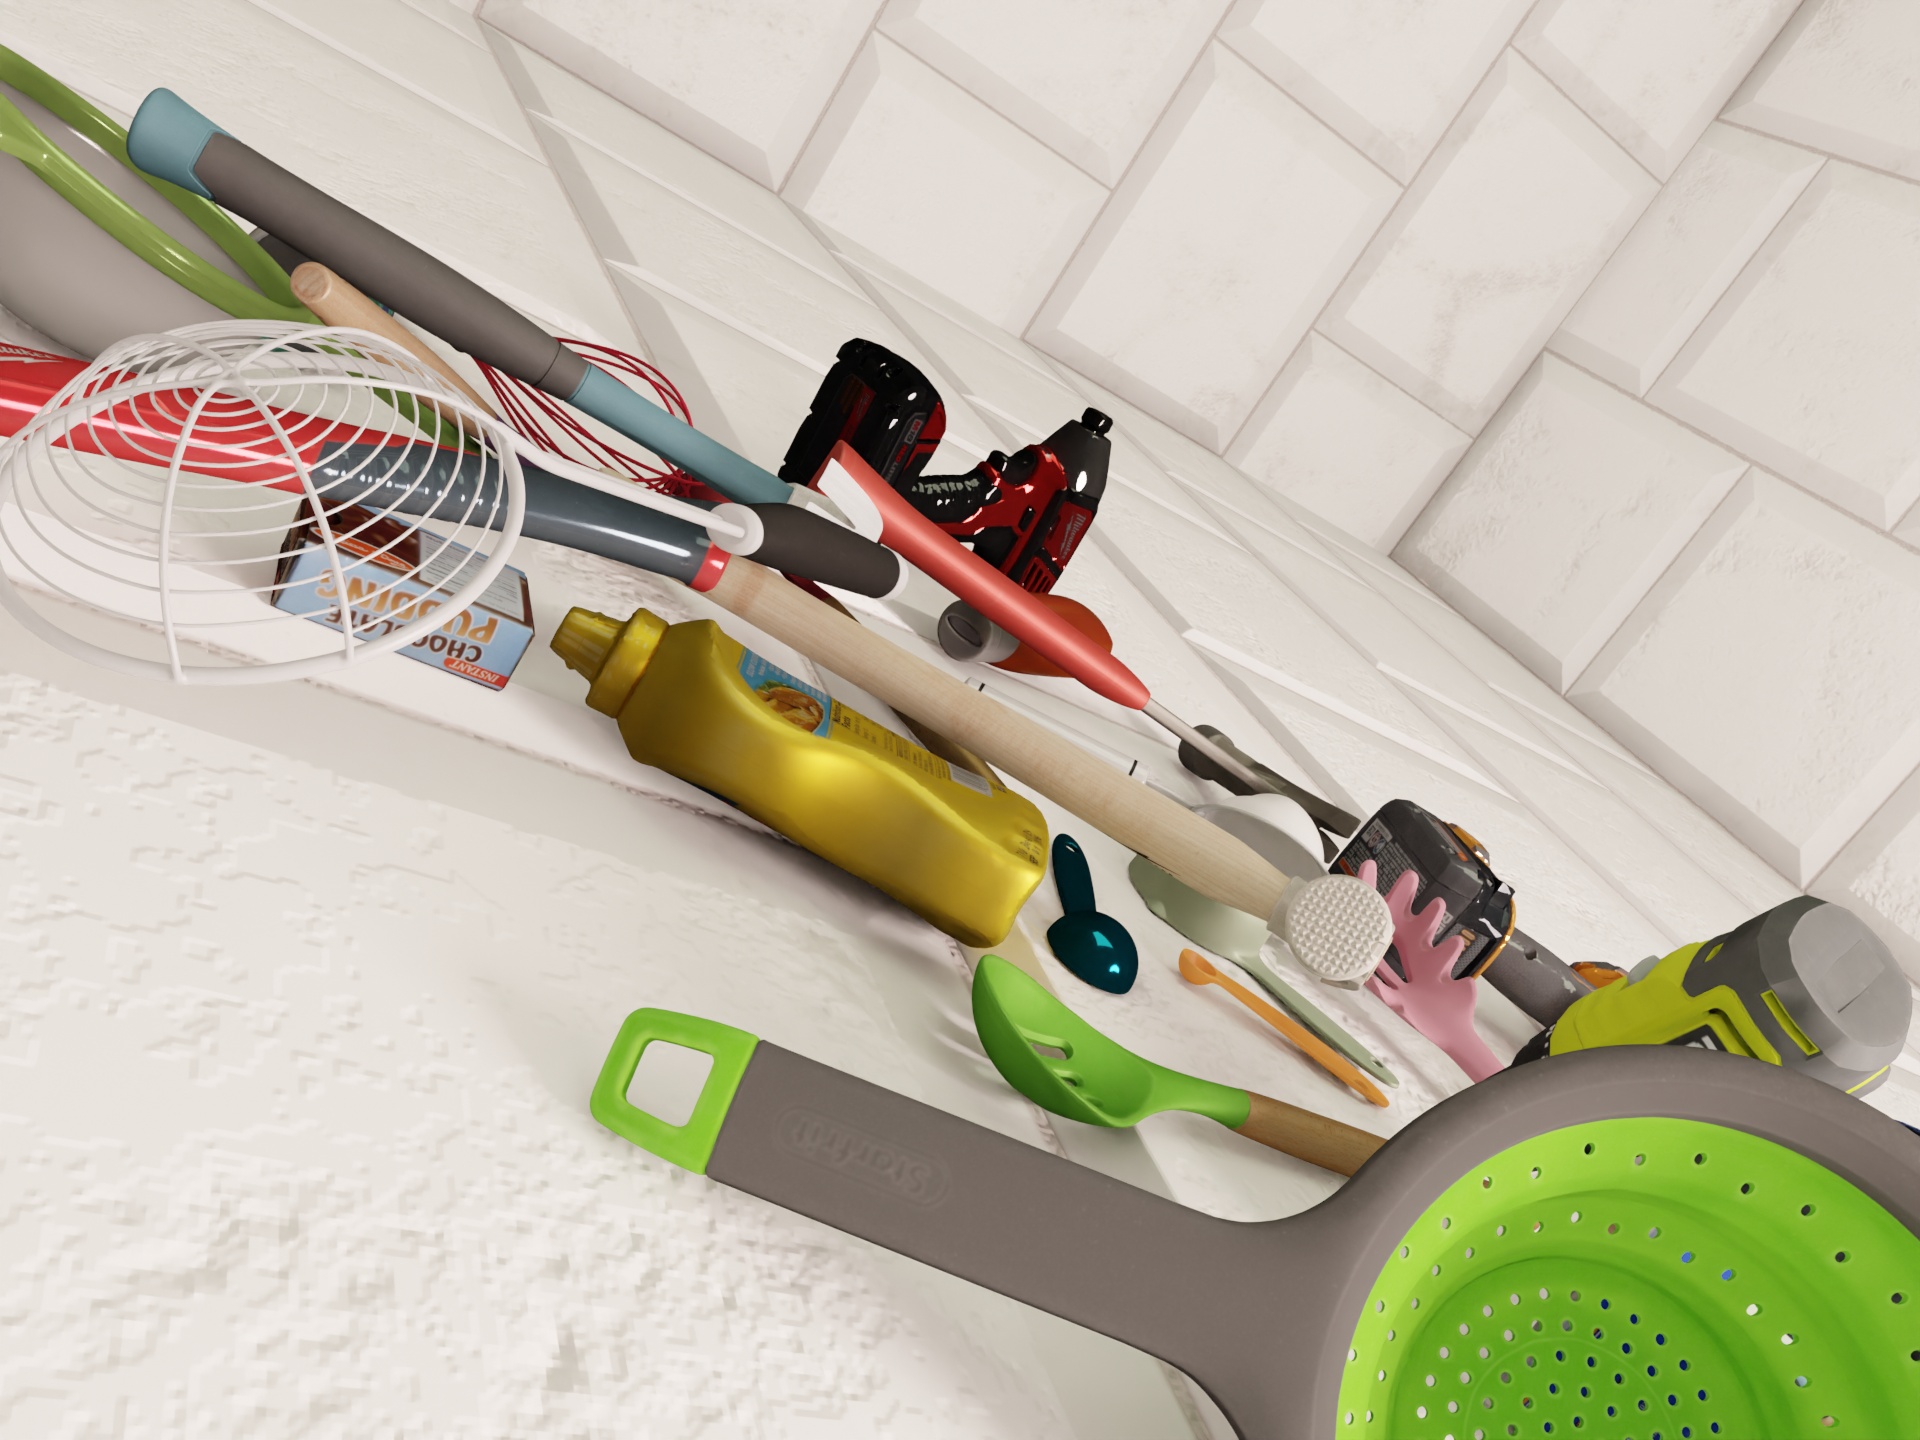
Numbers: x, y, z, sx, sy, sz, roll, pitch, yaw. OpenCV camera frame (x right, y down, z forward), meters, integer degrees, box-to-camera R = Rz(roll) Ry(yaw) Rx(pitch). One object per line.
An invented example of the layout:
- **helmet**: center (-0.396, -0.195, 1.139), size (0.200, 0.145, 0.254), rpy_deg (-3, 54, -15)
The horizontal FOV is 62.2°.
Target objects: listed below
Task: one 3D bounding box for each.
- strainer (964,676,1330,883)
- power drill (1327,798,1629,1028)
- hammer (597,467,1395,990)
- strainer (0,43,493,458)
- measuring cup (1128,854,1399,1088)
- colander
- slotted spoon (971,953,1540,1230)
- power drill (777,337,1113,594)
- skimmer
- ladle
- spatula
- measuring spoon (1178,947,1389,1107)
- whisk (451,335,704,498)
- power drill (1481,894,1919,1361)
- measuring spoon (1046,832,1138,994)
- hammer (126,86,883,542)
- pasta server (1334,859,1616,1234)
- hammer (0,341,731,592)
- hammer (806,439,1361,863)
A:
- **strainer**: center (0.100, 0.032, 0.835), size (0.258, 0.050, 0.086), rpy_deg (27, -23, 2)
- **power drill**: center (0.318, 0.153, 0.856), size (0.226, 0.084, 0.185), rpy_deg (35, 13, -12)
- **hammer**: center (-0.001, -0.002, 0.699), size (0.411, 0.038, 0.146), rpy_deg (31, -3, 17)
- **strainer**: center (-0.300, -0.156, 0.634), size (0.256, 0.069, 0.152), rpy_deg (41, 4, -46)
- **measuring cup**: center (0.152, 0.105, 0.757), size (0.168, 0.038, 0.083), rpy_deg (42, 19, 31)
- **colander**: center (0.096, 0.164, 0.414), size (0.397, 0.205, 0.094), rpy_deg (20, -18, 6)
- **slotted spoon**: center (0.122, 0.155, 0.599), size (0.313, 0.031, 0.070), rpy_deg (26, 19, -30)
- **power drill**: center (0.005, -0.160, 1.029), size (0.219, 0.143, 0.079), rpy_deg (13, 25, -44)
- **skimmer**: center (-0.123, -0.050, 0.523), size (0.127, 0.090, 0.363), rpy_deg (37, 11, 22)
- **ladle**: center (-0.056, -0.041, 0.801), size (0.316, 0.031, 0.069), rpy_deg (47, 19, 31)
- **spatula**: center (-0.199, -0.126, 0.629), size (0.060, 0.018, 0.316), rpy_deg (34, -2, -1)
- **measuring spoon**: center (0.143, 0.139, 0.707), size (0.117, 0.011, 0.021), rpy_deg (36, 14, -4)
- **whisk**: center (-0.243, -0.194, 0.826), size (0.296, 0.073, 0.073), rpy_deg (34, 16, 21)
- **power drill**: center (0.305, 0.195, 0.585), size (0.080, 0.190, 0.229), rpy_deg (-24, 73, -34)
- **measuring spoon**: center (0.057, 0.075, 0.697), size (0.042, 0.021, 0.129), rpy_deg (30, 19, -14)
- **hammer**: center (-0.171, -0.147, 0.654), size (0.330, 0.033, 0.128), rpy_deg (29, -7, -27)
- **pasta server**: center (0.271, 0.191, 0.719), size (0.060, 0.040, 0.317), rpy_deg (-20, 52, -23)
- **hammer**: center (-0.232, -0.097, 0.517), size (0.386, 0.038, 0.143), rpy_deg (7, 30, -50)
- **hammer**: center (0.064, -0.035, 0.858), size (0.358, 0.037, 0.149), rpy_deg (33, 3, -31)
